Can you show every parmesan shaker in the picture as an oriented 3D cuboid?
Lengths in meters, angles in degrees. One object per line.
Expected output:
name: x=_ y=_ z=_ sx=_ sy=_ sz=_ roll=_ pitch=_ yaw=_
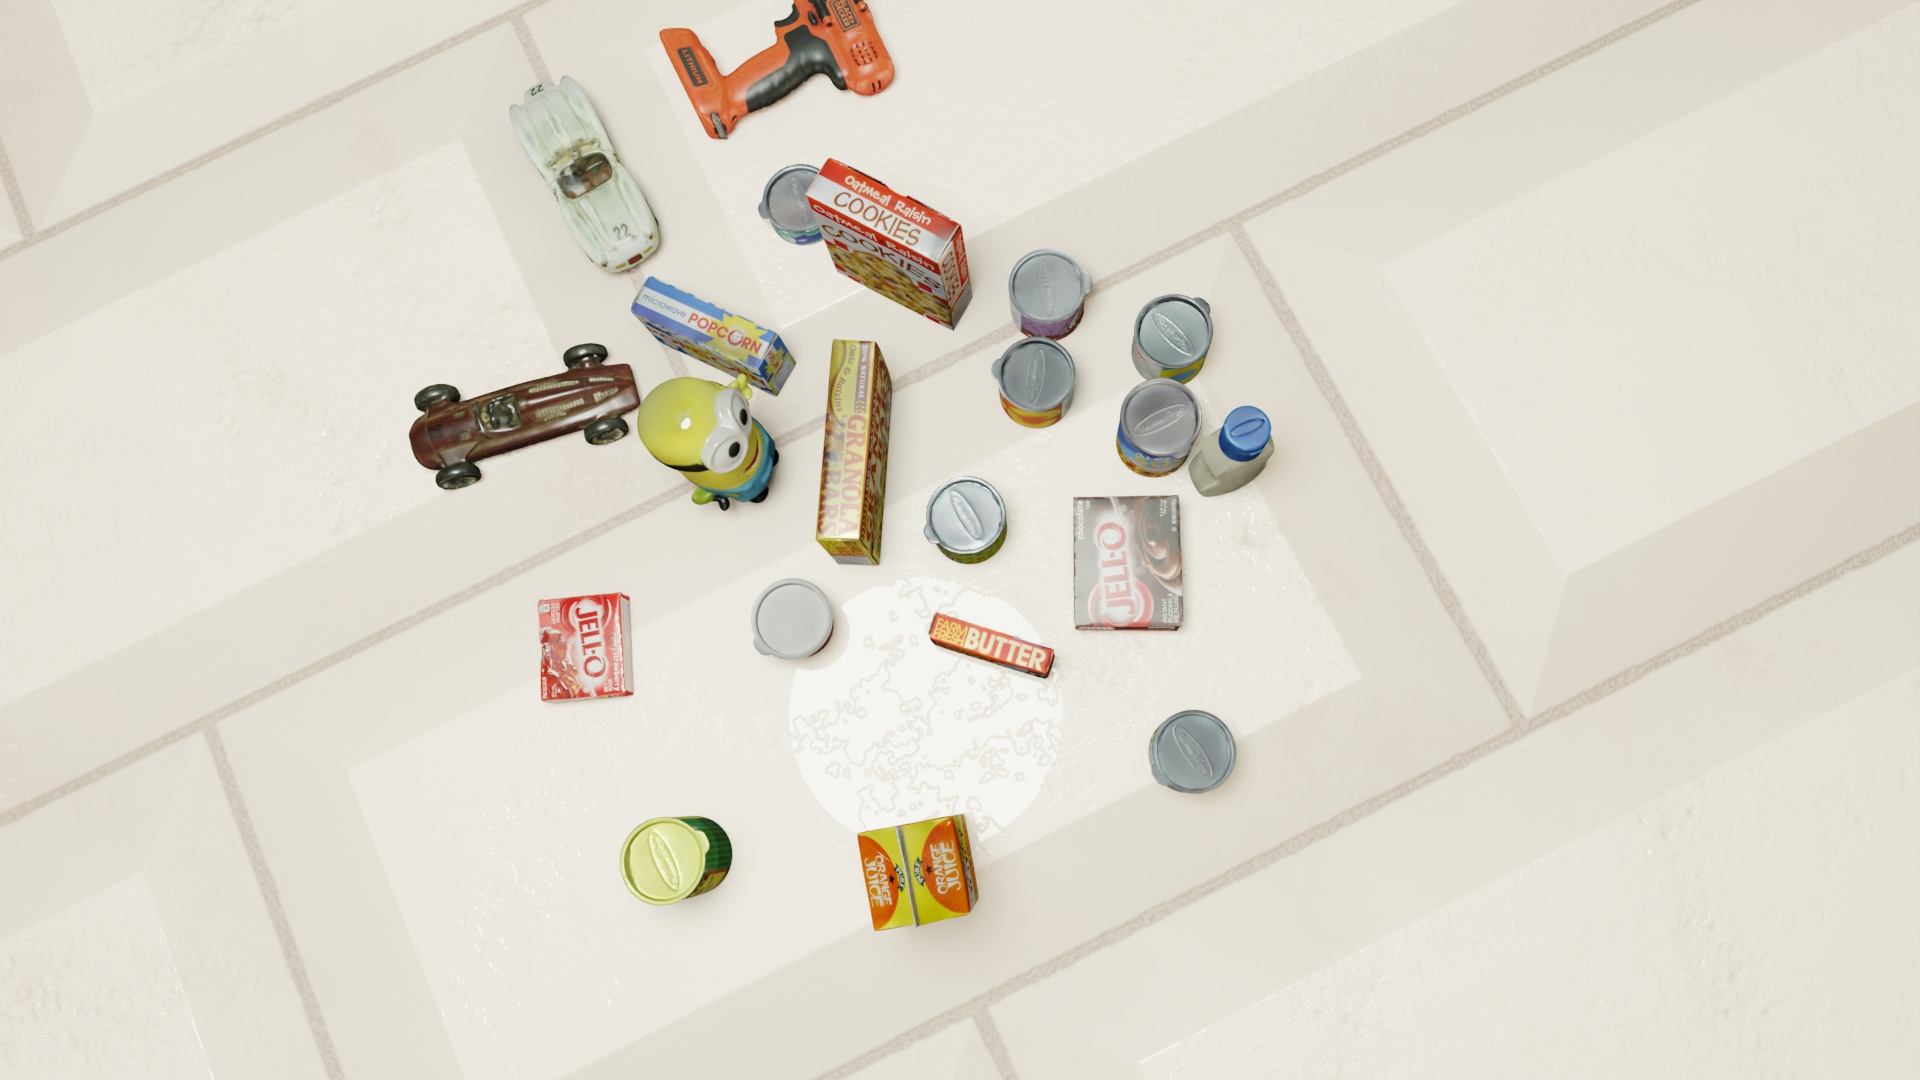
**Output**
parmesan shaker: x=-0.222 y=0.253 z=1.109 sx=0.071 sy=0.103 sz=0.071 roll=-1 pitch=79 yaw=4

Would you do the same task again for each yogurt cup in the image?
yogurt cup: x=-0.137 y=0.069 z=1.165 sx=0.072 sy=0.054 sz=0.072 roll=-1 pitch=79 yaw=3

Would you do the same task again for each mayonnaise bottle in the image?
mayonnaise bottle: x=0.223 y=-0.073 z=1.123 sx=0.065 sy=0.148 sz=0.041 roll=-23 pitch=79 yaw=-1

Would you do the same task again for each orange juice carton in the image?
orange juice carton: x=-0.031 y=0.250 z=1.053 sx=0.073 sy=0.192 sz=0.072 roll=-11 pitch=79 yaw=2

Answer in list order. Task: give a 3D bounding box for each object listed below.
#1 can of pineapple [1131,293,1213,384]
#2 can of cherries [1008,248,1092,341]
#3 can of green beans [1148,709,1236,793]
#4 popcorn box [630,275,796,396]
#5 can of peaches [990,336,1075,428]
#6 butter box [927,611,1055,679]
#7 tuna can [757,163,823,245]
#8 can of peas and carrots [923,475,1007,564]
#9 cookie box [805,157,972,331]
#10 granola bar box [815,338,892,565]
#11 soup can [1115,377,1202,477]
can of pineapple: x=0.182 y=-0.171 z=1.191 sx=0.071 sy=0.057 sz=0.071 roll=-1 pitch=79 yaw=3
can of cherries: x=0.078 y=-0.211 z=1.205 sx=0.071 sy=0.058 sz=0.071 roll=-1 pitch=79 yaw=3
can of green beans: x=0.186 y=0.171 z=1.123 sx=0.071 sy=0.057 sz=0.071 roll=-1 pitch=79 yaw=3
popcorn box: x=-0.213 y=-0.176 z=1.202 sx=0.127 sy=0.085 sz=0.038 roll=25 pitch=82 yaw=8
can of peaches: x=0.063 y=-0.135 z=1.191 sx=0.071 sy=0.058 sz=0.071 roll=-1 pitch=79 yaw=3
butter box: x=0.026 y=0.088 z=1.152 sx=0.103 sy=0.053 sz=0.024 roll=17 pitch=81 yaw=7
tuna can: x=-0.145 y=-0.300 z=1.249 sx=0.071 sy=0.033 sz=0.071 roll=-1 pitch=79 yaw=3
can of peas and carrots: x=0.004 y=-0.015 z=1.170 sx=0.071 sy=0.058 sz=0.071 roll=-1 pitch=79 yaw=3
cookie box: x=-0.055 y=-0.245 z=1.164 sx=0.123 sy=0.167 sz=0.040 roll=28 pitch=83 yaw=8
granola bar box: x=-0.086 y=-0.070 z=1.153 sx=0.039 sy=0.124 sz=0.166 roll=3 pitch=79 yaw=4
soup can: x=0.166 y=-0.090 z=1.163 sx=0.071 sy=0.083 sz=0.071 roll=-1 pitch=79 yaw=4
